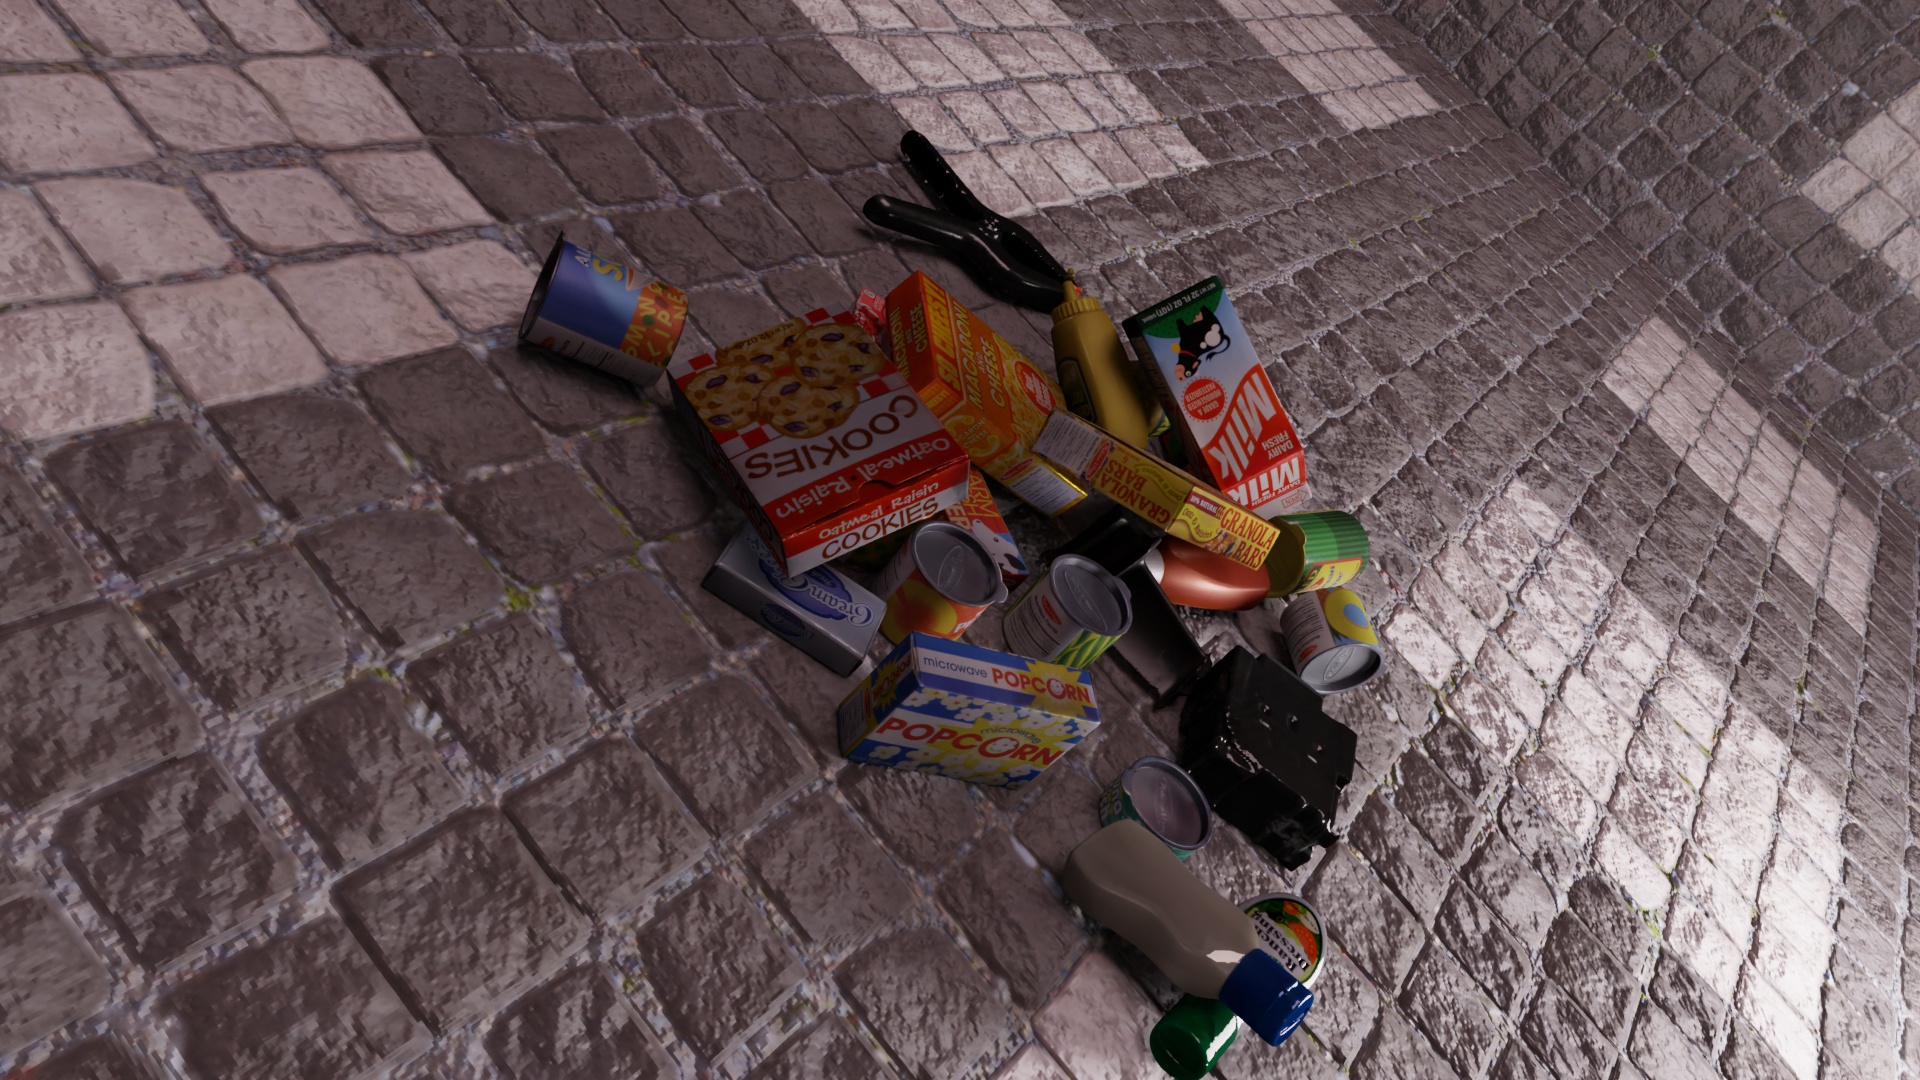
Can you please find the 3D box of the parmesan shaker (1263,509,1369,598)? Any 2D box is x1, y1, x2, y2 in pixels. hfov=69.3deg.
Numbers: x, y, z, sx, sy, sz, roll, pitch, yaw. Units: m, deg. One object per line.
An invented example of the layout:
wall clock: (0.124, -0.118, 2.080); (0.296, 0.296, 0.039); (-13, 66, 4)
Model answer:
parmesan shaker: (0.284, 0.008, 1.140); (0.103, 0.071, 0.071); (-5, 57, -44)

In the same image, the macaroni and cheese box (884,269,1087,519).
macaroni and cheese box: (0.018, -0.104, 1.011); (0.166, 0.040, 0.124); (34, 33, -37)

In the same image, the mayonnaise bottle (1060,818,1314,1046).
mayonnaise bottle: (0.128, 0.219, 0.780); (0.065, 0.041, 0.148); (-18, 43, -42)

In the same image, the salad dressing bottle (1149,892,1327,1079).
salad dressing bottle: (0.163, 0.259, 0.809); (0.064, 0.043, 0.148); (45, 39, 17)

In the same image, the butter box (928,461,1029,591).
butter box: (0.003, -0.012, 0.957); (0.053, 0.024, 0.104); (2, 52, -41)

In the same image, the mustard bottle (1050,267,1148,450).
mustard bottle: (0.102, -0.139, 1.097); (0.049, 0.065, 0.160); (-12, 81, -24)

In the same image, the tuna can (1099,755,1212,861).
tuna can: (0.120, 0.170, 0.870); (0.071, 0.032, 0.071); (24, 41, -22)

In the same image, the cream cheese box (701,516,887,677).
cream cheese box: (-0.097, 0.032, 0.827); (0.104, 0.024, 0.054); (34, 38, -9)

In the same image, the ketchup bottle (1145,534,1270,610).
ketchup bottle: (0.166, 0.022, 1.048); (0.149, 0.043, 0.065); (3, 44, -38)

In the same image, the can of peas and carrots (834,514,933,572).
can of peas and carrots: (-0.053, -0.023, 0.891); (0.071, 0.058, 0.071); (24, 41, -22)

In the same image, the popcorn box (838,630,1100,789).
popcorn box: (0.005, 0.100, 0.797); (0.127, 0.084, 0.038); (16, 45, -30)

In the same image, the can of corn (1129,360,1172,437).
can of corn: (0.144, -0.115, 1.144); (0.058, 0.070, 0.071); (-10, 60, -45)

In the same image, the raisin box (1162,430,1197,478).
raisin box: (0.210, -0.118, 1.189); (0.040, 0.085, 0.124); (22, 41, -33)

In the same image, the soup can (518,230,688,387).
soup can: (-0.218, -0.142, 0.857); (0.084, 0.071, 0.072); (21, 42, -25)

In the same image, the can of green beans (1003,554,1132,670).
can of green beans: (0.071, 0.052, 0.924); (0.071, 0.057, 0.071); (23, 41, -22)

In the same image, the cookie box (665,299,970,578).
cookie box: (-0.088, -0.067, 0.845); (0.123, 0.040, 0.168); (-25, 53, -18)

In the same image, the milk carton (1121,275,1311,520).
milk carton: (0.202, -0.103, 1.079); (0.190, 0.072, 0.073); (63, 0, -6)

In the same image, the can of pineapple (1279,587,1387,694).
can of pineapple: (0.289, 0.078, 1.080); (0.071, 0.070, 0.058); (17, 43, -28)

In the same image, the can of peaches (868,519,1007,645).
can of peaches: (-0.015, 0.032, 0.871); (0.071, 0.057, 0.071); (24, 40, -22)

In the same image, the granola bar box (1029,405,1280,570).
granola bar box: (0.142, -0.036, 0.986); (0.124, 0.039, 0.165); (34, 9, 33)
